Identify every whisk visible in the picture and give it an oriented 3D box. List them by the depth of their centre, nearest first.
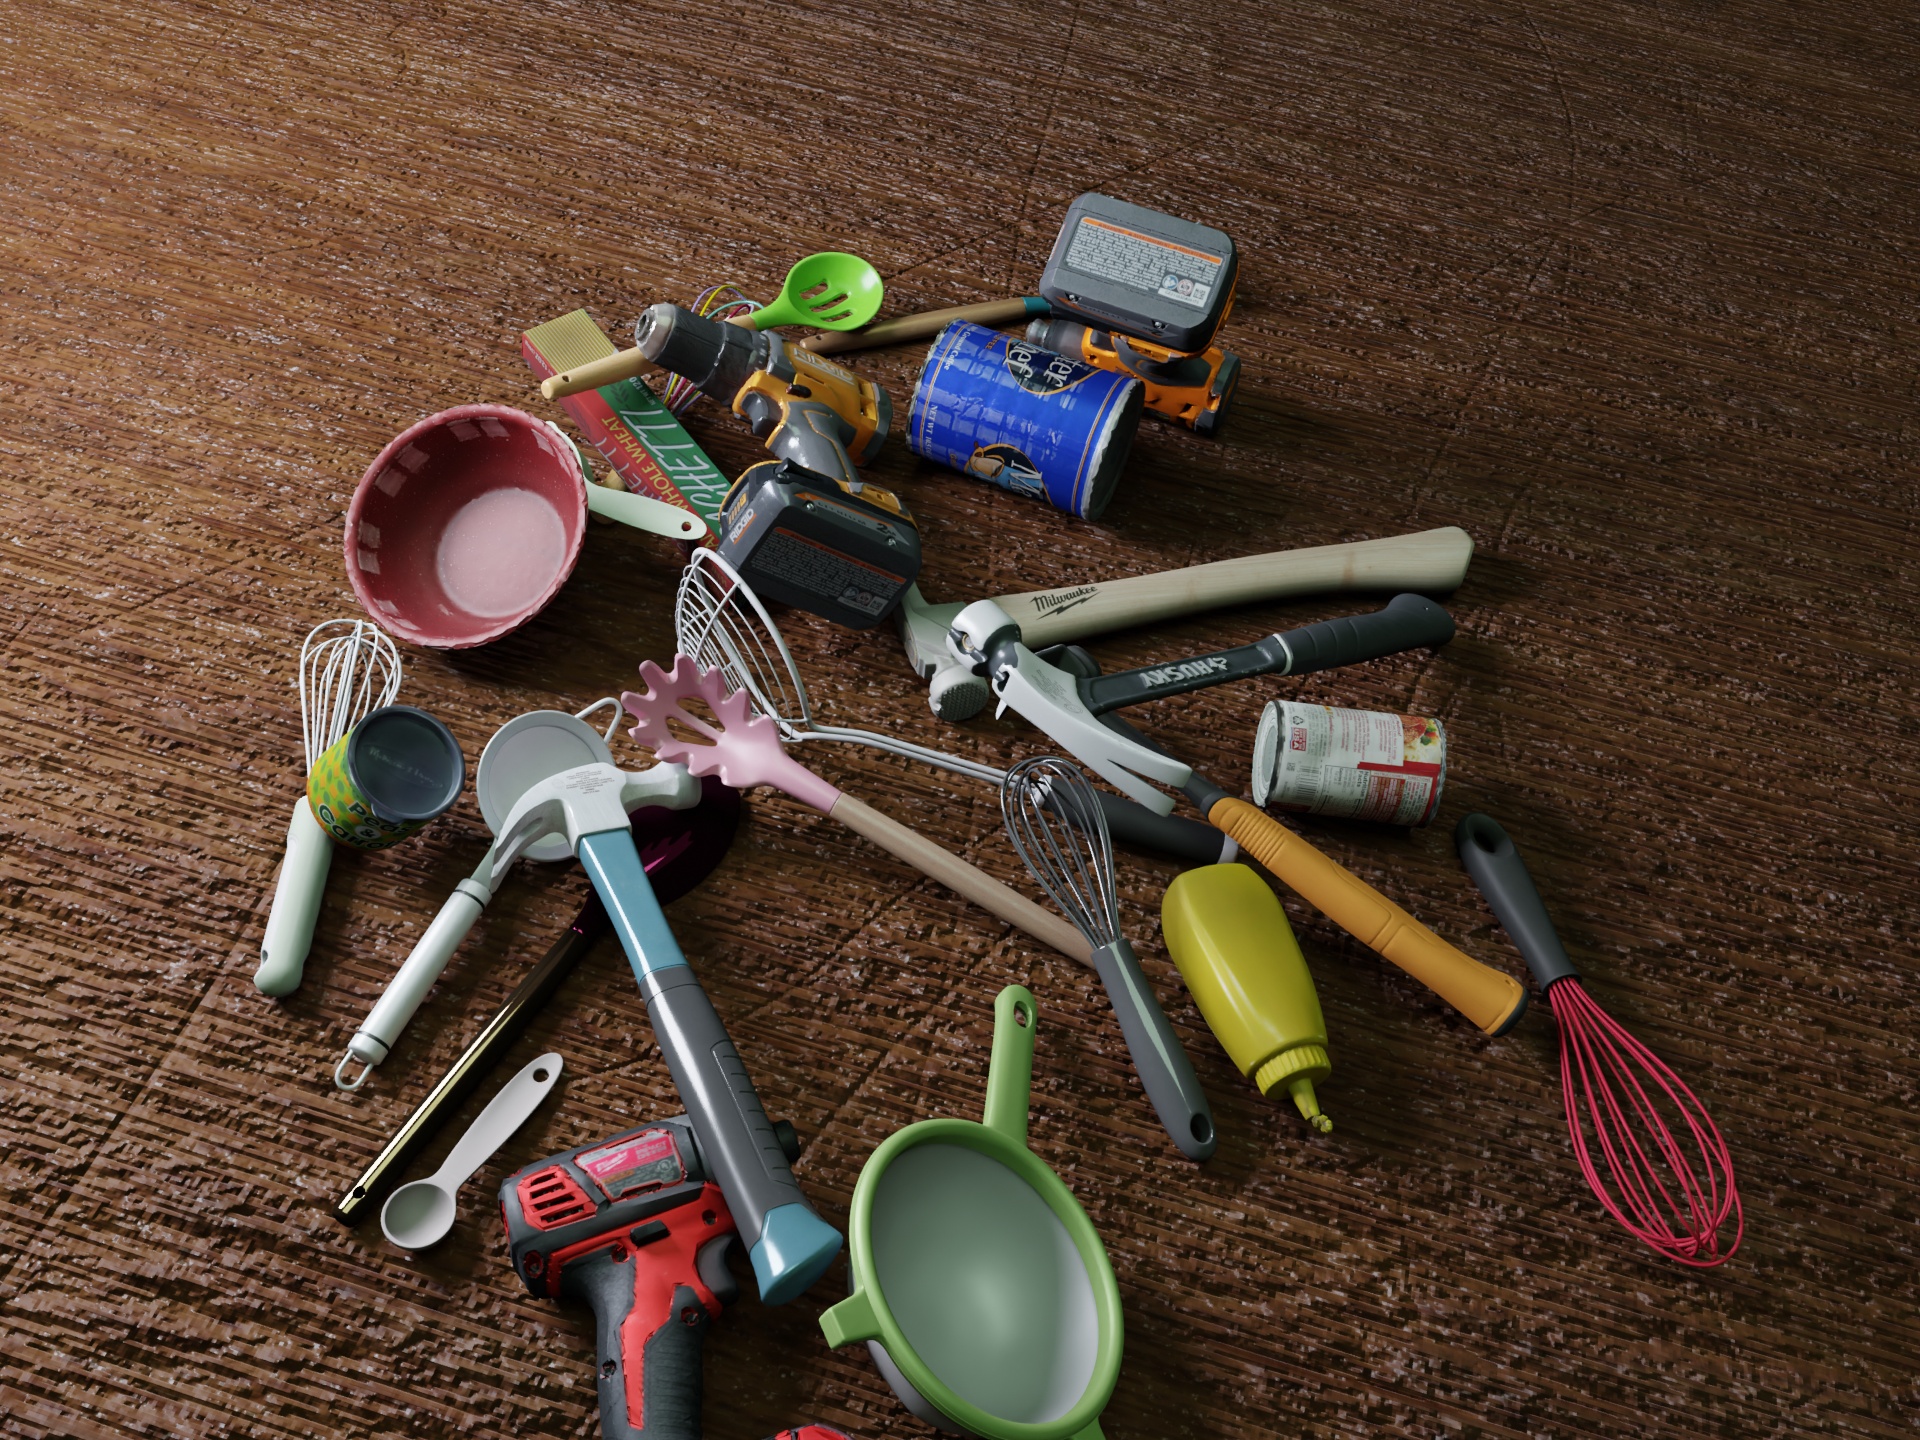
[{"bbox_3d":[0.084,0.124,0.864,0.055,0.055,0.239,-17,70,-19],"label":"whisk"},{"bbox_3d":[0.341,0.163,0.880,0.073,0.073,0.296,-5,46,-11],"label":"whisk"},{"bbox_3d":[-0.362,0.042,0.899,0.059,0.058,0.247,22,49,-29],"label":"whisk"},{"bbox_3d":[-0.201,-0.229,1.145,0.051,0.047,0.245,19,56,7],"label":"whisk"}]

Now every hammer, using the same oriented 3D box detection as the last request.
[{"bbox_3d":[-0.140,0.138,0.789,0.128,0.033,0.331,-8,44,-30],"label":"hammer"},{"bbox_3d":[0.171,0.067,0.900,0.337,0.034,0.127,36,18,11],"label":"hammer"},{"bbox_3d":[0.181,-0.034,0.935,0.409,0.036,0.149,-12,47,-44],"label":"hammer"},{"bbox_3d":[0.157,-0.095,1.080,0.410,0.038,0.146,-10,51,-15],"label":"hammer"}]

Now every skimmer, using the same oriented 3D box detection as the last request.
[{"bbox_3d":[-0.002,-0.003,0.949,0.363,0.127,0.090,18,68,-2],"label":"skimmer"}]

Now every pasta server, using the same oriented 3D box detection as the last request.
[{"bbox_3d":[-0.047,0.060,0.892,0.316,0.040,0.060,30,80,2],"label":"pasta server"}]

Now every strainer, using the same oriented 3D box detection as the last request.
[{"bbox_3d":[0.003,0.235,0.773,0.151,0.069,0.257,34,32,-15],"label":"strainer"},{"bbox_3d":[-0.266,0.089,0.875,0.086,0.050,0.259,46,53,-27],"label":"strainer"}]

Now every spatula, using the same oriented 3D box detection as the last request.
[{"bbox_3d":[0.025,-0.331,1.251,0.317,0.044,0.082,-16,52,-17],"label":"spatula"}]

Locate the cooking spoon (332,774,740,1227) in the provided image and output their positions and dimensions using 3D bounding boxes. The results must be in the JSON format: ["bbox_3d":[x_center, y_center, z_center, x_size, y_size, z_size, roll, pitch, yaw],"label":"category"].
[{"bbox_3d":[-0.221,0.136,0.855,0.069,0.017,0.319,28,53,10],"label":"cooking spoon"}]

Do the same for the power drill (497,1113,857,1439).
[{"bbox_3d":[-0.114,0.280,0.717,0.143,0.078,0.220,-15,51,-19],"label":"power drill"}]

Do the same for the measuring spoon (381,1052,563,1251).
[{"bbox_3d":[-0.239,0.215,0.795,0.034,0.018,0.124,26,46,13],"label":"measuring spoon"}]

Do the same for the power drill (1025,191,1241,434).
[{"bbox_3d":[0.115,-0.280,1.120,0.164,0.226,0.084,21,85,11],"label":"power drill"}]

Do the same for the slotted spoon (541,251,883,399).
[{"bbox_3d":[-0.170,-0.276,1.132,0.070,0.031,0.314,50,48,8],"label":"slotted spoon"}]

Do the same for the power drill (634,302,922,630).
[{"bbox_3d":[-0.121,-0.178,1.038,0.185,0.084,0.226,20,37,-31],"label":"power drill"}]

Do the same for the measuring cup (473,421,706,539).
[{"bbox_3d":[-0.239,-0.142,1.050,0.167,0.038,0.083,17,80,12],"label":"measuring cup"}]
